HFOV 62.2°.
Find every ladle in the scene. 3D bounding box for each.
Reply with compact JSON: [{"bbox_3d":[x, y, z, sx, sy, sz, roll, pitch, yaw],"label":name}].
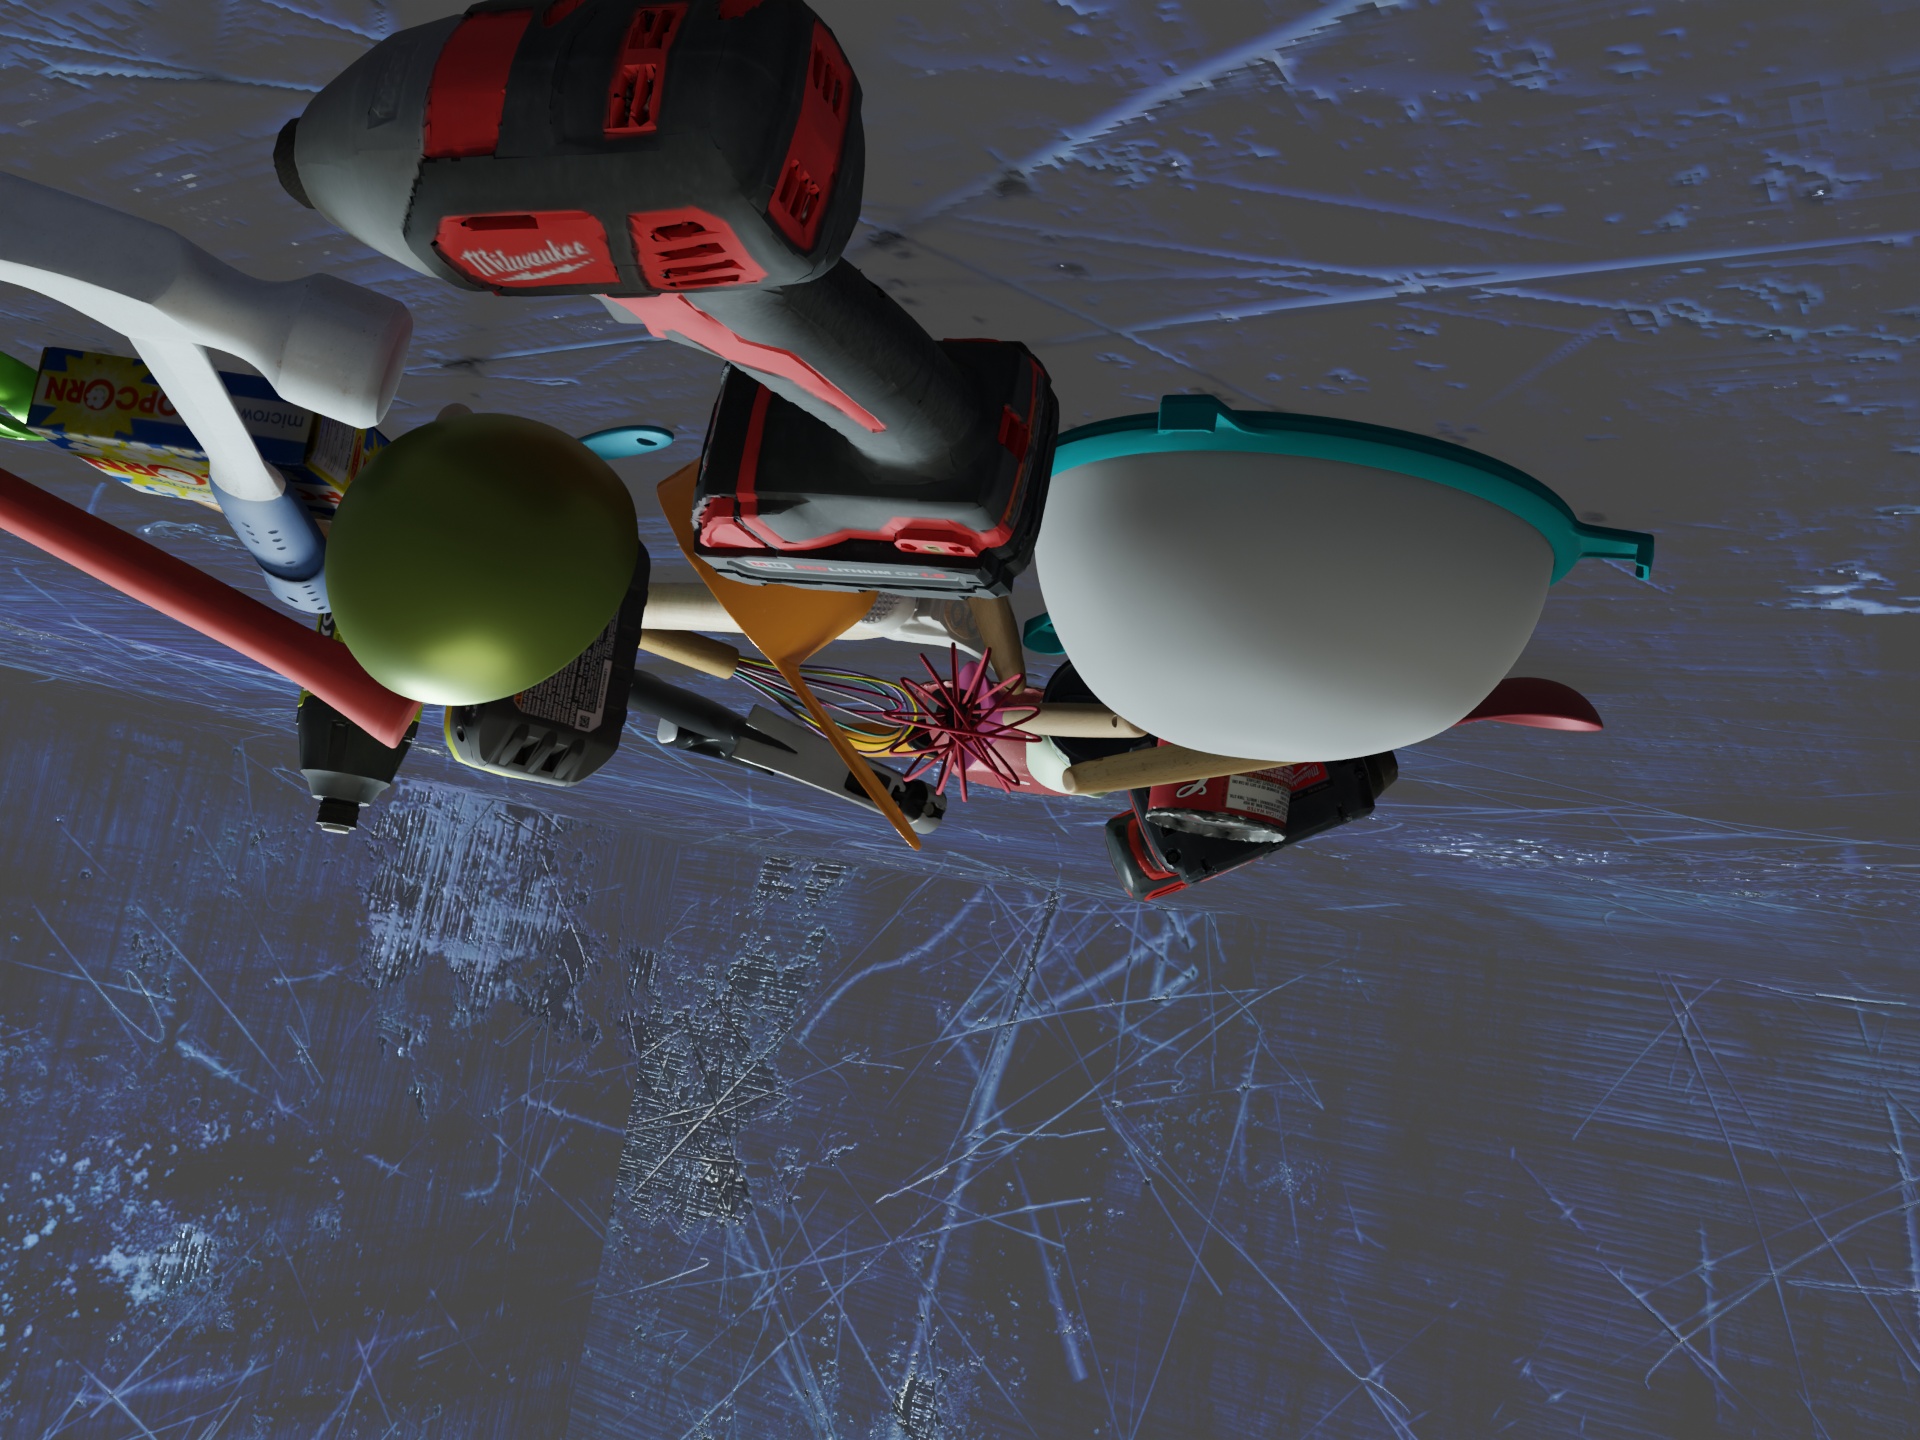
[{"bbox_3d":[0.177,0.007,0.721,0.315,0.031,0.069,-7,-175,-31],"label":"ladle"},{"bbox_3d":[-0.154,-0.073,0.504,0.062,0.078,0.320,58,174,-21],"label":"ladle"}]

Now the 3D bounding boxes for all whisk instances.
[{"bbox_3d":[-0.001,-0.003,0.795,0.073,0.073,0.296,10,-178,-2],"label":"whisk"},{"bbox_3d":[-0.130,-0.034,1.047,0.244,0.051,0.047,21,145,-32],"label":"whisk"}]

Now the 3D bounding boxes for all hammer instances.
[{"bbox_3d":[-0.159,0.005,1.103,0.146,0.035,0.335,26,175,-38],"label":"hammer"},{"bbox_3d":[-0.397,-0.089,0.680,0.359,0.037,0.149,28,169,-5],"label":"hammer"},{"bbox_3d":[-0.116,0.019,1.346,0.127,0.034,0.337,19,167,-40],"label":"hammer"},{"bbox_3d":[-0.168,-0.063,0.906,0.411,0.038,0.146,5,171,30],"label":"hammer"},{"bbox_3d":[-0.260,-0.092,0.564,0.144,0.035,0.405,19,169,-13],"label":"hammer"}]

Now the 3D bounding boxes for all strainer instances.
[{"bbox_3d":[0.095,-0.027,0.657,0.211,0.095,0.340,13,169,-19],"label":"strainer"}]

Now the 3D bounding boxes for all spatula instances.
[{"bbox_3d":[0.002,-0.055,0.690,0.082,0.044,0.317,25,169,14],"label":"spatula"}]

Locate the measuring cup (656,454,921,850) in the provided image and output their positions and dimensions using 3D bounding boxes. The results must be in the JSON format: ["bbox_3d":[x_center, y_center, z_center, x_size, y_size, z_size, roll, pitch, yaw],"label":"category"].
[{"bbox_3d":[-0.046,-0.035,0.601,0.052,0.174,0.095,-36,169,5],"label":"measuring cup"}]

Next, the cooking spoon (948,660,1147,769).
[{"bbox_3d":[0.038,-0.001,0.873,0.017,0.069,0.319,5,179,-16],"label":"cooking spoon"}]

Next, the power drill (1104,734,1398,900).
[{"bbox_3d":[0.177,0.041,0.919,0.188,0.080,0.226,-21,168,0],"label":"power drill"}]

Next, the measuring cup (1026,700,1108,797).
[{"bbox_3d":[0.122,0.002,0.973,0.167,0.038,0.083,-9,-146,1],"label":"measuring cup"}]

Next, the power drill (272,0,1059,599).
[{"bbox_3d":[-0.065,-0.106,0.425,0.143,0.078,0.219,6,167,23],"label":"power drill"}]

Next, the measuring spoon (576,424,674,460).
[{"bbox_3d":[-0.157,-0.105,0.670,0.042,0.021,0.129,17,170,-38],"label":"measuring spoon"}]

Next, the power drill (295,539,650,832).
[{"bbox_3d":[-0.261,-0.028,0.807,0.223,0.171,0.080,-4,164,43],"label":"power drill"}]

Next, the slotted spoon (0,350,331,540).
[{"bbox_3d":[-0.390,-0.122,0.810,0.070,0.031,0.313,4,171,19],"label":"slotted spoon"}]
